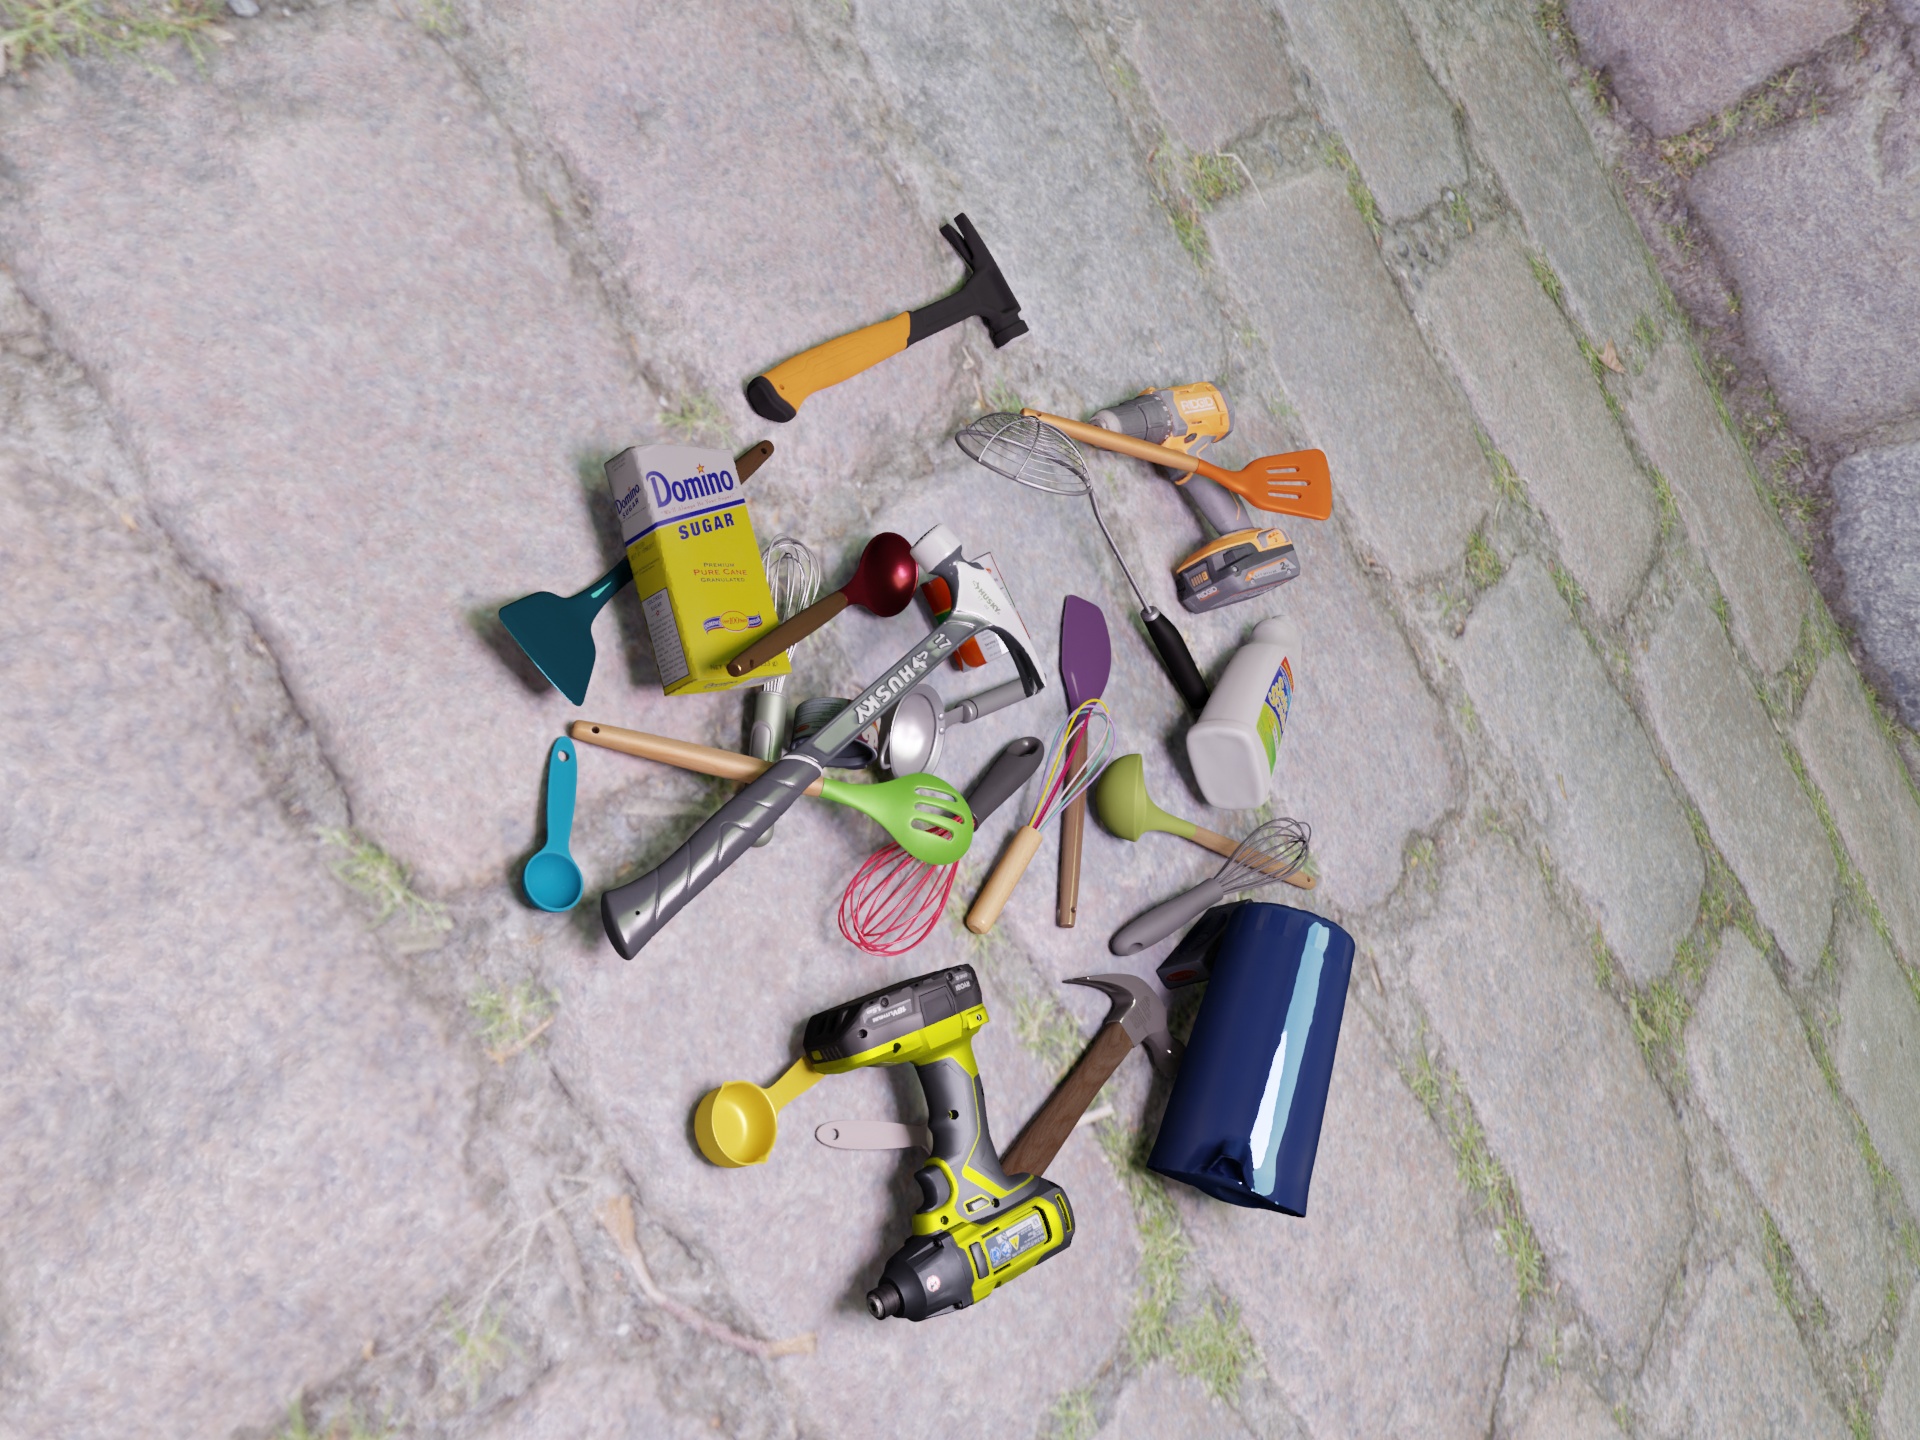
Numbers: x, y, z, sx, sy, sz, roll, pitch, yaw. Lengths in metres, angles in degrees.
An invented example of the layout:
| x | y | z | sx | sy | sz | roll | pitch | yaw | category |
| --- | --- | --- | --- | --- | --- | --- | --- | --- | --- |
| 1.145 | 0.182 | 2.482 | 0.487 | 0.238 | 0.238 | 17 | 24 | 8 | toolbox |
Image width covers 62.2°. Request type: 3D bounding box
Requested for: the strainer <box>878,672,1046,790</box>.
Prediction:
| x | y | z | sx | sy | sz | roll | pitch | yaw | category |
| --- | --- | --- | --- | --- | --- | --- | --- | --- | --- |
| -0.002 | -0.004 | 1.312 | 0.258 | 0.050 | 0.086 | -22 | 117 | -50 | strainer |

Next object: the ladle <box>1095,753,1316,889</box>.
| x | y | z | sx | sy | sz | roll | pitch | yaw | category |
| --- | --- | --- | --- | --- | --- | --- | --- | --- | --- |
| 0.240 | 0.109 | 1.477 | 0.319 | 0.062 | 0.078 | 24 | 63 | -37 | ladle |

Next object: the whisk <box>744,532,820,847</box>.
| x | y | z | sx | sy | sz | roll | pitch | yaw | category |
| --- | --- | --- | --- | --- | --- | --- | --- | --- | --- |
| -0.141 | -0.025 | 1.192 | 0.059 | 0.058 | 0.246 | 41 | 50 | -62 | whisk |

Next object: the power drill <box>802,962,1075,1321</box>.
| x | y | z | sx | sy | sz | roll | pitch | yaw | category |
| --- | --- | --- | --- | --- | --- | --- | --- | --- | --- |
| -0.022 | 0.301 | 1.133 | 0.171 | 0.080 | 0.223 | -14 | 83 | -40 | power drill |

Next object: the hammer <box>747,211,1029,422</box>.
| x | y | z | sx | sy | sz | roll | pitch | yaw | category |
| --- | --- | --- | --- | --- | --- | --- | --- | --- | --- |
| -0.067 | -0.339 | 1.377 | 0.337 | 0.034 | 0.127 | -38 | 102 | -43 | hammer |

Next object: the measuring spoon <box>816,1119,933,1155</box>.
| x | y | z | sx | sy | sz | roll | pitch | yaw | category |
| --- | --- | --- | --- | --- | --- | --- | --- | --- | --- |
| -0.054 | 0.307 | 1.174 | 0.124 | 0.018 | 0.034 | 11 | 68 | -32 | measuring spoon |

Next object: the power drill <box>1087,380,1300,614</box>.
| x | y | z | sx | sy | sz | roll | pitch | yaw | category |
| --- | --- | --- | --- | --- | --- | --- | --- | --- | --- |
| 0.226 | -0.223 | 1.569 | 0.185 | 0.084 | 0.226 | -17 | 83 | -40 | power drill |

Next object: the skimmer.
| x | y | z | sx | sy | sz | roll | pitch | yaw | category |
| --- | --- | --- | --- | --- | --- | --- | --- | --- | --- |
| 0.122 | -0.132 | 1.464 | 0.363 | 0.090 | 0.127 | 57 | 9 | -26 | skimmer |

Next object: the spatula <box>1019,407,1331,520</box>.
| x | y | z | sx | sy | sz | roll | pitch | yaw | category |
| --- | --- | --- | --- | --- | --- | --- | --- | --- | --- |
| 0.205 | -0.252 | 1.500 | 0.322 | 0.041 | 0.081 | 12 | 65 | -22 | spatula |

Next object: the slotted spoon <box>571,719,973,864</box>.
| x | y | z | sx | sy | sz | roll | pitch | yaw | category |
| --- | --- | --- | --- | --- | --- | --- | --- | --- | --- |
| -0.126 | 0.044 | 1.148 | 0.313 | 0.031 | 0.070 | 15 | 63 | -22 | slotted spoon |

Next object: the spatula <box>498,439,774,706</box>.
| x | y | z | sx | sy | sz | roll | pitch | yaw | category |
| --- | --- | --- | --- | --- | --- | --- | --- | --- | --- |
| -0.219 | -0.127 | 1.159 | 0.082 | 0.044 | 0.318 | 52 | 47 | -16 | spatula |

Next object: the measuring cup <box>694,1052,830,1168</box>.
| x | y | z | sx | sy | sz | roll | pitch | yaw | category |
| --- | --- | --- | --- | --- | --- | --- | --- | --- | --- |
| -0.130 | 0.261 | 1.119 | 0.156 | 0.029 | 0.062 | -30 | 93 | -55 | measuring cup |

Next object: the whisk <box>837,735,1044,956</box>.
| x | y | z | sx | sy | sz | roll | pitch | yaw | category |
| --- | --- | --- | --- | --- | --- | --- | --- | --- | --- |
| -0.005 | 0.089 | 1.263 | 0.073 | 0.073 | 0.296 | 57 | 42 | -11 | whisk |

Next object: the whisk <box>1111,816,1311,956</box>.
| x | y | z | sx | sy | sz | roll | pitch | yaw | category |
| --- | --- | --- | --- | --- | --- | --- | --- | --- | --- |
| 0.228 | 0.151 | 1.428 | 0.239 | 0.055 | 0.055 | -27 | 93 | -27 | whisk |

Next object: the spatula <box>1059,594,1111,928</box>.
| x | y | z | sx | sy | sz | roll | pitch | yaw | category |
| --- | --- | --- | --- | --- | --- | --- | --- | --- | --- |
| 0.106 | 0.032 | 1.409 | 0.059 | 0.018 | 0.316 | 23 | 60 | -31 | spatula |

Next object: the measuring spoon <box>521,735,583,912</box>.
| x | y | z | sx | sy | sz | roll | pitch | yaw | category |
| --- | --- | --- | --- | --- | --- | --- | --- | --- | --- |
| -0.273 | 0.070 | 1.064 | 0.042 | 0.021 | 0.129 | 20 | 53 | -35 | measuring spoon |

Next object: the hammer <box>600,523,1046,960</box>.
| x | y | z | sx | sy | sz | roll | pitch | yaw | category |
| --- | --- | --- | --- | --- | --- | --- | --- | --- | --- |
| -0.097 | 0.024 | 1.134 | 0.149 | 0.036 | 0.409 | 49 | 60 | -4 | hammer |

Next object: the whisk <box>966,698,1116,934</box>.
| x | y | z | sx | sy | sz | roll | pitch | yaw | category |
| --- | --- | --- | --- | --- | --- | --- | --- | --- | --- |
| 0.067 | 0.075 | 1.335 | 0.051 | 0.047 | 0.245 | 22 | 59 | 18 | whisk |

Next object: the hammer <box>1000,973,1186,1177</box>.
| x | y | z | sx | sy | sz | roll | pitch | yaw | category |
| --- | --- | --- | --- | --- | --- | --- | --- | --- | --- |
| 0.072 | 0.322 | 1.266 | 0.331 | 0.031 | 0.130 | -43 | 105 | -42 | hammer |

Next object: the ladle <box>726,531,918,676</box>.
| x | y | z | sx | sy | sz | roll | pitch | yaw | category |
| --- | --- | --- | --- | --- | --- | --- | --- | --- | --- |
| -0.100 | -0.082 | 1.193 | 0.315 | 0.031 | 0.069 | -44 | 127 | -64 | ladle |
